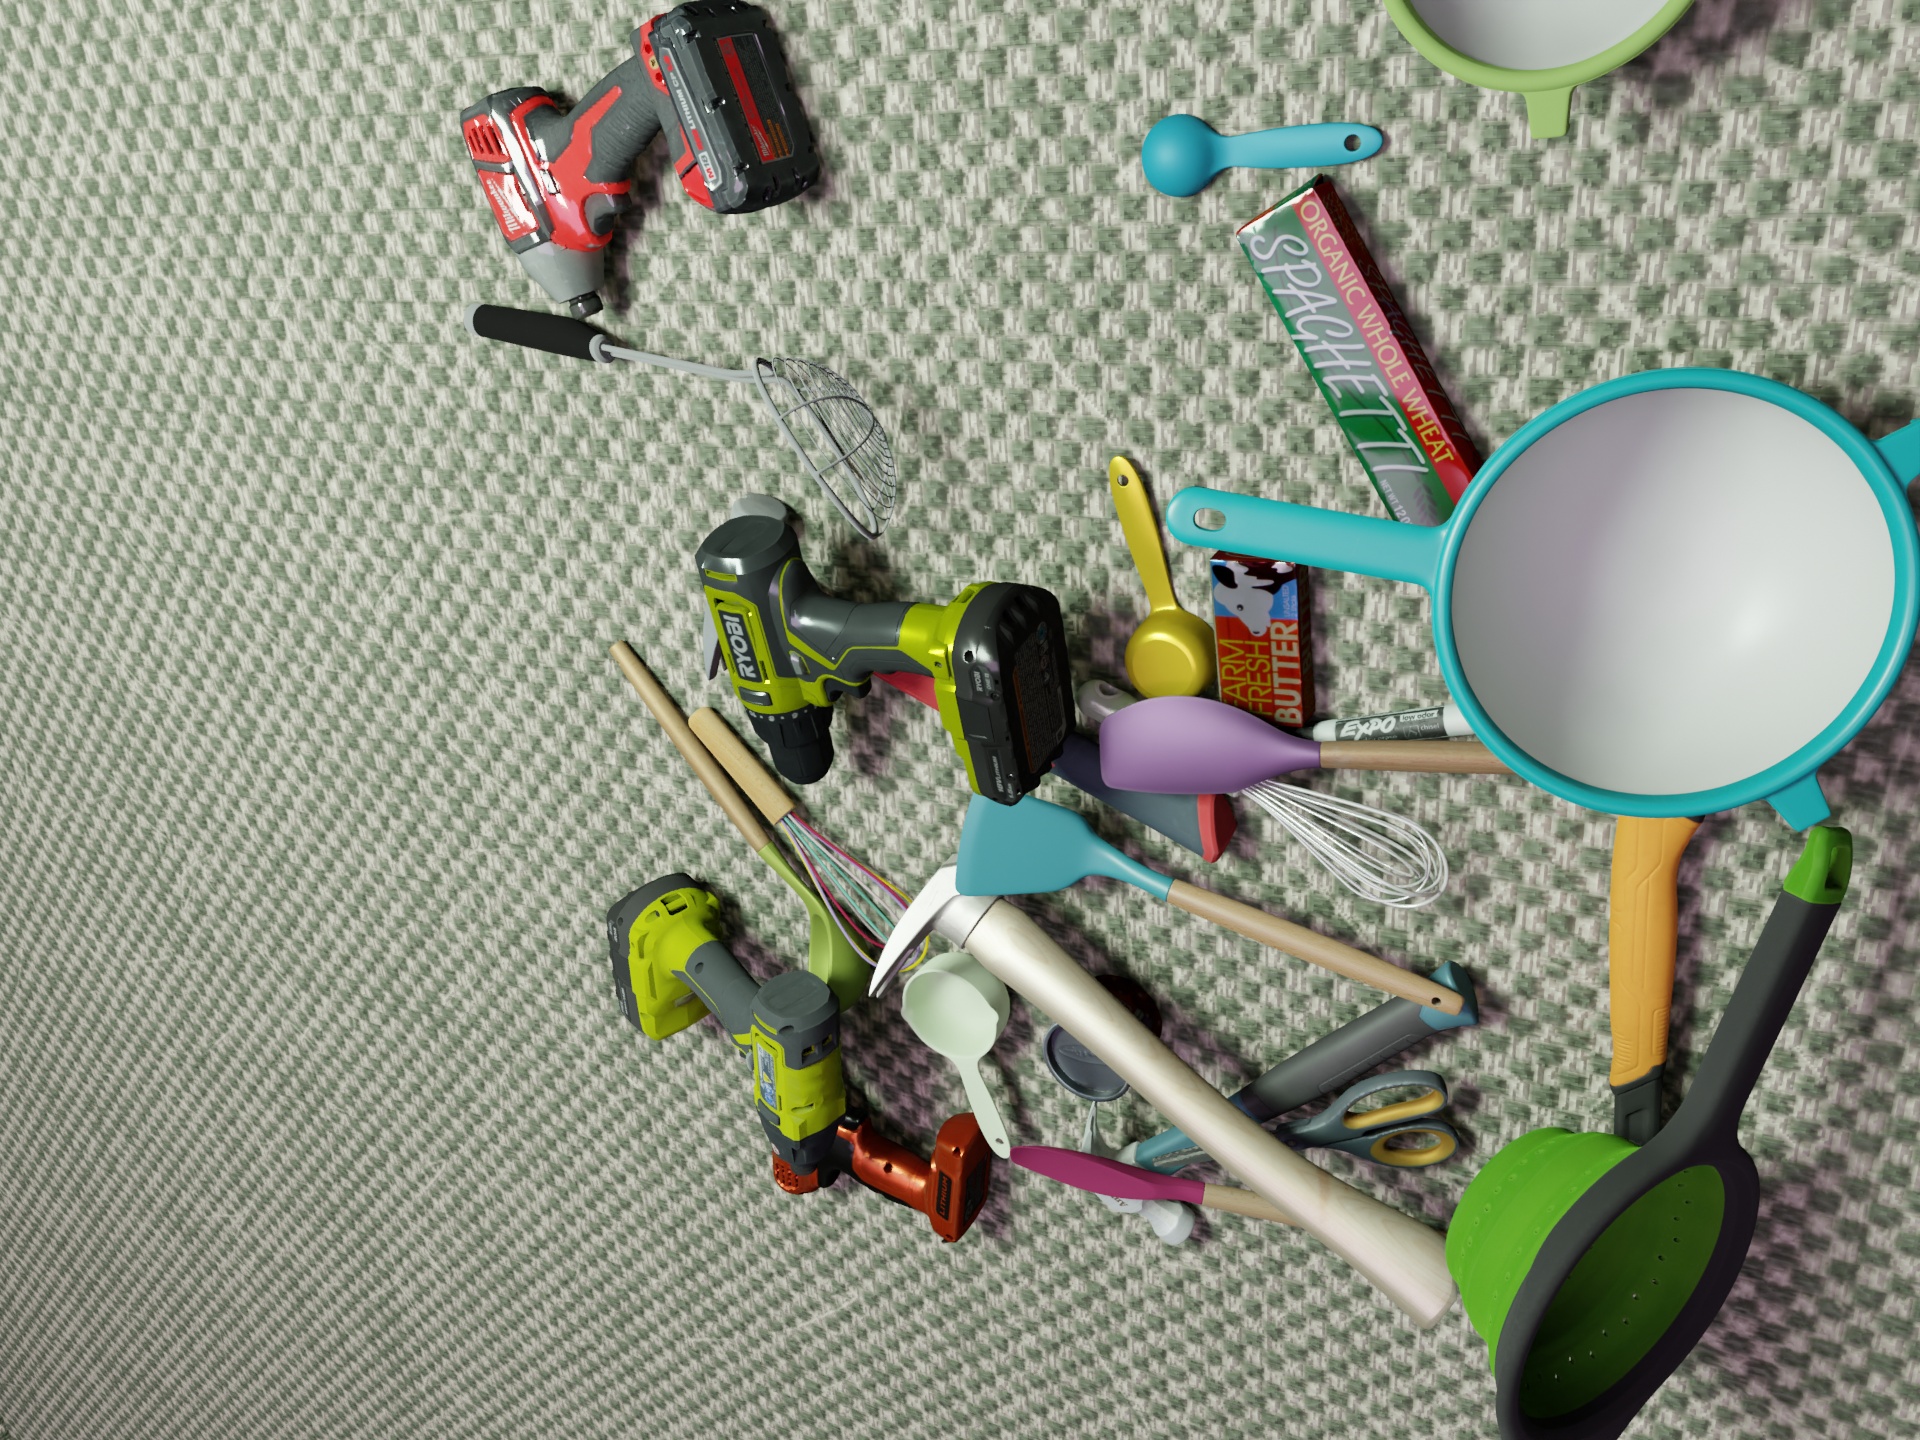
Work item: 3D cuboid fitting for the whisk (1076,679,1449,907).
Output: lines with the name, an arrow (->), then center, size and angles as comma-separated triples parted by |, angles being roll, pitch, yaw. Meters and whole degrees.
whisk -> 0.177, 0.040, 0.953 | 0.246, 0.058, 0.059 | 30, 126, 16

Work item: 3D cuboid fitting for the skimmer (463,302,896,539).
skimmer -> -0.195, -0.202, 1.019 | 0.363, 0.127, 0.090 | 18, 81, 27

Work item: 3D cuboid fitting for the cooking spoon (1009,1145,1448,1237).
cooking spoon -> 0.189, 0.323, 1.070 | 0.319, 0.017, 0.068 | 10, 148, 10

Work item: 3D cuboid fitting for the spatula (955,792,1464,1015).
spatula -> 0.150, 0.120, 0.978 | 0.317, 0.044, 0.082 | 20, 114, 20

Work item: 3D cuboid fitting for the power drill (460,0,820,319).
power drill -> -0.201, -0.335, 0.966 | 0.220, 0.078, 0.143 | -8, 110, 36

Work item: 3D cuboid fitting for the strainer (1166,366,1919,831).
strainer -> 0.273, -0.078, 0.782 | 0.340, 0.095, 0.211 | 12, 107, 10

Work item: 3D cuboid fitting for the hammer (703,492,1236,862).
hammer -> -0.002, -0.003, 1.044 | 0.386, 0.038, 0.143 | 30, 127, 14

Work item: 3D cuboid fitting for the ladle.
ladle -> -0.171, 0.079, 1.176 | 0.320, 0.062, 0.078 | 54, 160, 0

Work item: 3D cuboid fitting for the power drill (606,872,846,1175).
power drill -> -0.170, 0.226, 1.188 | 0.223, 0.080, 0.171 | 32, 134, 40

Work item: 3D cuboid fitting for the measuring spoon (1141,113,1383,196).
measuring spoon -> 0.150, -0.291, 0.814 | 0.129, 0.021, 0.042 | 6, 118, 29

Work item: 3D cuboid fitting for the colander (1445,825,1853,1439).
colander -> 0.365, 0.223, 0.870 | 0.095, 0.204, 0.397 | 37, 116, 50

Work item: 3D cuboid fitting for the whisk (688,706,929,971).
whisk -> -0.110, 0.083, 1.157 | 0.047, 0.051, 0.245 | -43, 85, 17

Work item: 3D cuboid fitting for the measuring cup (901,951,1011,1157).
measuring cup -> 0.014, 0.244, 1.166 | 0.083, 0.038, 0.167 | -7, 113, 33

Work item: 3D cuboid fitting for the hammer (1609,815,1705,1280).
hammer -> 0.384, 0.182, 0.919 | 0.127, 0.034, 0.336 | 5, 117, 27

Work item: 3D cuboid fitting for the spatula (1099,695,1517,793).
spatula -> 0.230, 0.017, 0.899 | 0.316, 0.018, 0.059 | 2, 101, 22

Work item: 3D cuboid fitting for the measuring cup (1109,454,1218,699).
measuring cup -> 0.111, -0.080, 0.942 | 0.062, 0.029, 0.156 | -7, 113, 33

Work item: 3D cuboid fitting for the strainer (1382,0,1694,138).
strainer -> 0.287, -0.384, 0.656 | 0.151, 0.069, 0.256 | 47, 127, 4

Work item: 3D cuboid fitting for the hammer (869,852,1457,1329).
hammer -> 0.127, 0.238, 1.007 | 0.411, 0.038, 0.146 | 38, 90, 20

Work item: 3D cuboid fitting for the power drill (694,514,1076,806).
power drill -> -0.049, -0.023, 0.987 | 0.229, 0.080, 0.190 | 12, 133, 29

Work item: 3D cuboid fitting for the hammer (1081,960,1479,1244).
hammer -> 0.205, 0.248, 1.048 | 0.128, 0.033, 0.331 | 38, 126, -15
